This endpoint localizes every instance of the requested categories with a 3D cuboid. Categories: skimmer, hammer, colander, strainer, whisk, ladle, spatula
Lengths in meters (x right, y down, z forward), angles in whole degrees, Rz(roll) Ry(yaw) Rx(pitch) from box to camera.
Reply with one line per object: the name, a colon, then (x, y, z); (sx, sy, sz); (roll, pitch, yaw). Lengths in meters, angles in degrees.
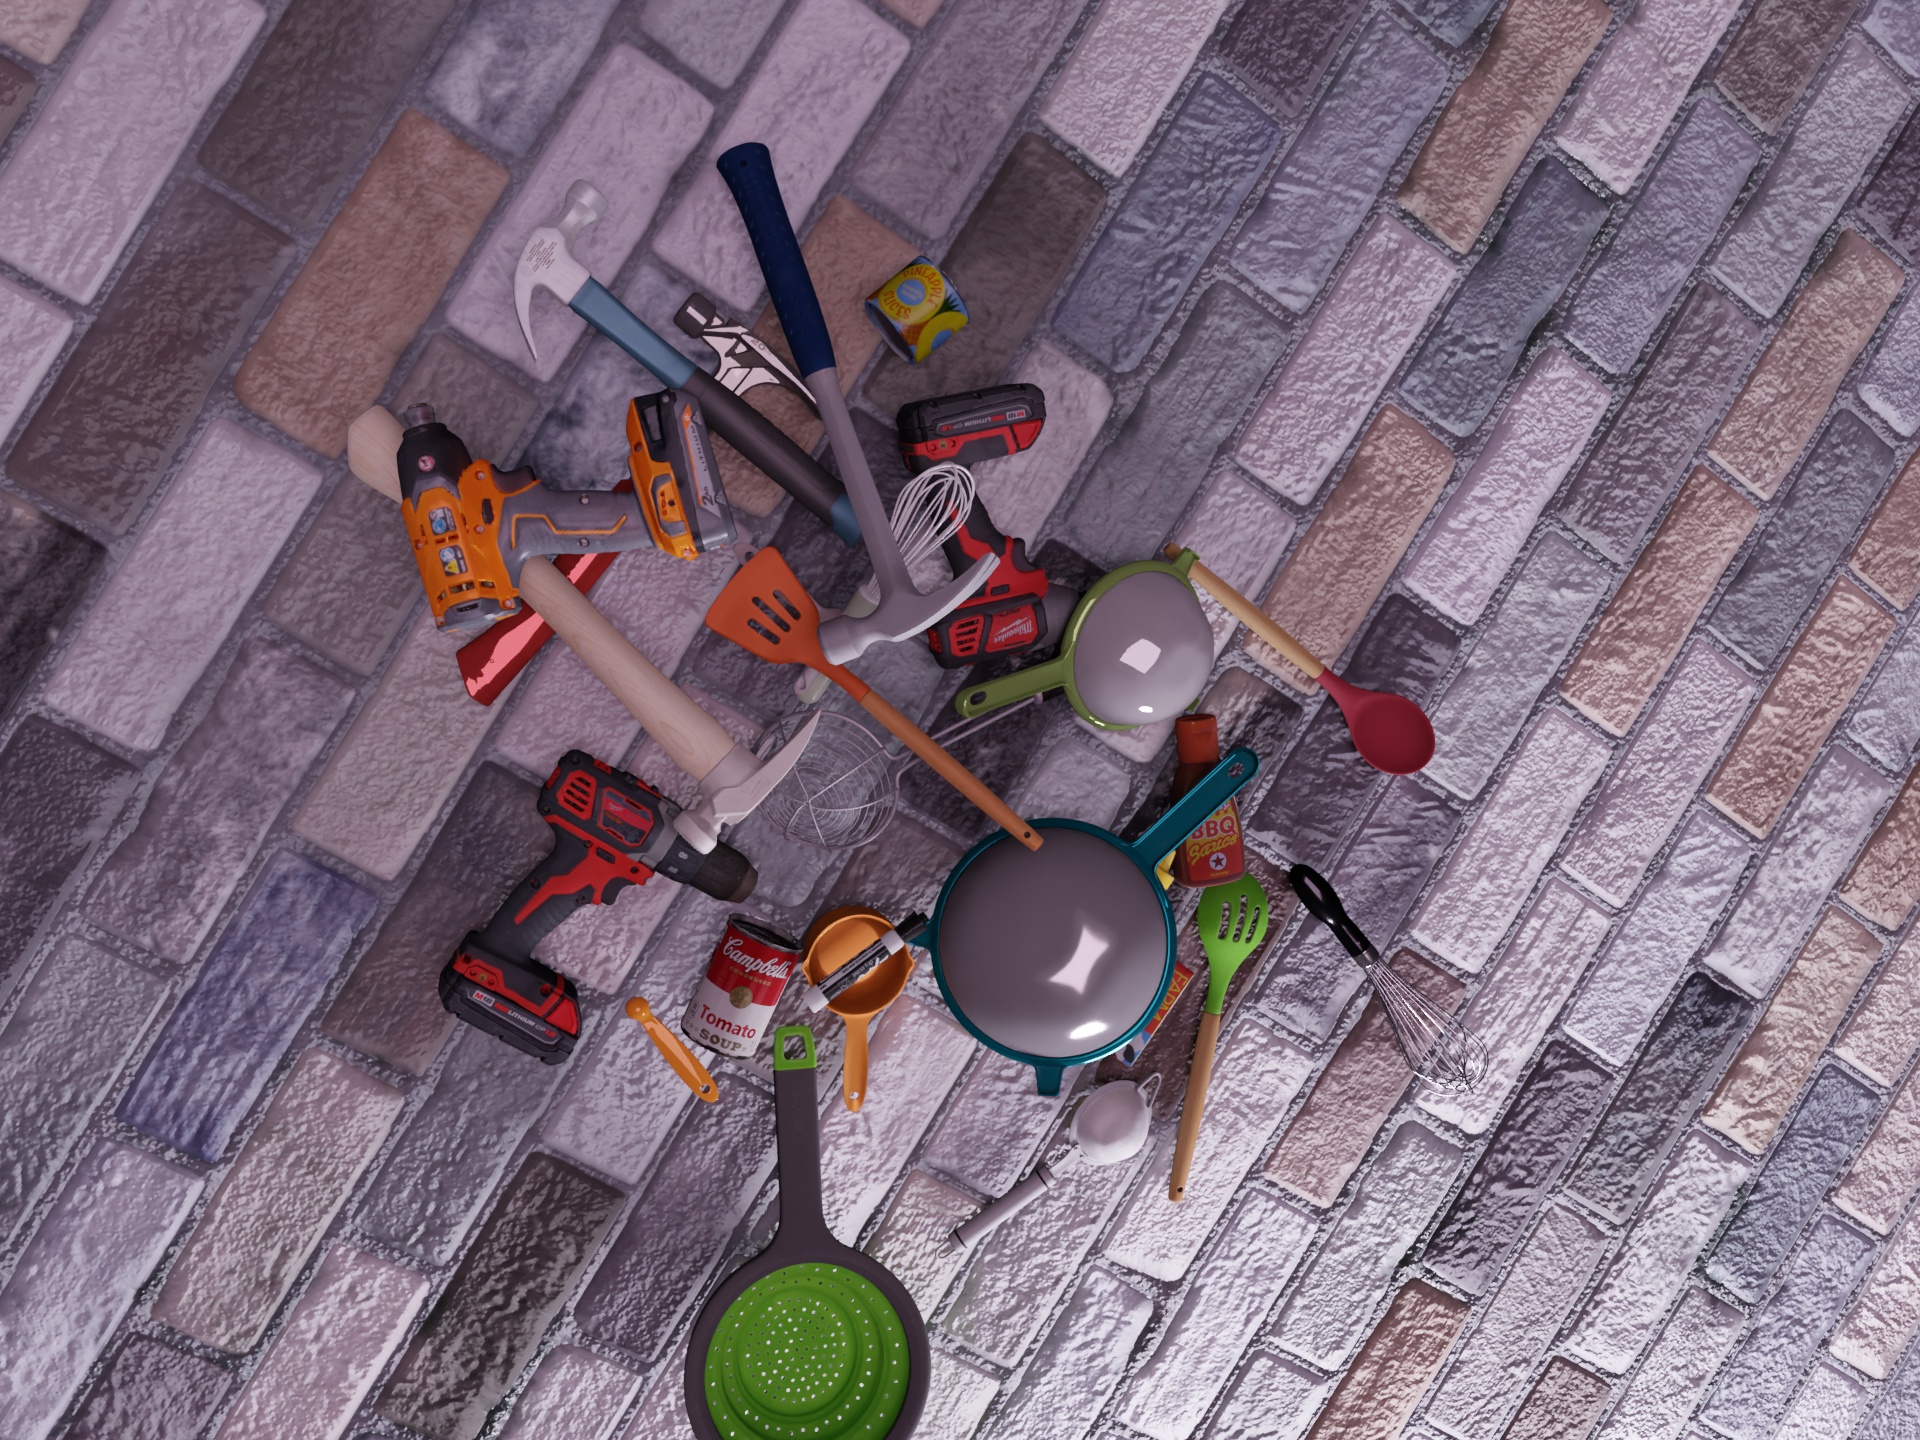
skimmer: (-0.002, -0.004, 1.344); (0.363, 0.090, 0.127); (-27, 110, -19)
hammer: (-0.096, -0.253, 1.199); (0.144, 0.035, 0.406); (-21, 80, 8)
colander: (-0.138, 0.462, 1.359); (0.204, 0.094, 0.397); (-1, 81, -13)
strainer: (0.085, 0.405, 1.423); (0.258, 0.050, 0.086); (-35, 119, -3)
strainer: (0.121, 0.141, 1.315); (0.340, 0.095, 0.211); (-43, 81, 2)
hammer: (-0.262, -0.154, 1.253); (0.149, 0.037, 0.359); (39, 87, -16)
whisk: (-0.066, -0.106, 1.261); (0.059, 0.058, 0.246); (14, 124, -38)
ladle: (0.299, -0.057, 1.413); (0.315, 0.031, 0.069); (37, 86, -14)
hammer: (-0.198, -0.253, 1.220); (0.330, 0.033, 0.128); (39, 86, -16)
whisk: (0.393, 0.239, 1.468); (0.070, 0.070, 0.284); (-41, 101, -5)
hammer: (-0.292, -0.088, 1.213); (0.410, 0.038, 0.146); (45, 85, -10)
spatula: (-0.057, -0.004, 1.256); (0.322, 0.041, 0.081); (41, 83, -5)
strainer: (0.118, -0.039, 1.301); (0.256, 0.069, 0.151); (-19, 119, -29)

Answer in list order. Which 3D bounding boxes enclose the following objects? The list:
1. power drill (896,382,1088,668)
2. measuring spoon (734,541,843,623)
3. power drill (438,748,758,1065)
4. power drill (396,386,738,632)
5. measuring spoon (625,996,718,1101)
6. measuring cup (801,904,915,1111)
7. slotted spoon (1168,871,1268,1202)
power drill: (0.030, -0.160, 1.306); (0.143, 0.079, 0.219); (-13, 104, -12)
measuring spoon: (-0.136, -0.103, 1.301); (0.124, 0.018, 0.034); (40, 88, -16)
power drill: (-0.289, 0.158, 1.275); (0.187, 0.080, 0.227); (33, 87, -17)
power drill: (-0.290, -0.170, 1.152); (0.226, 0.084, 0.164); (-16, 96, -5)
measuring spoon: (-0.241, 0.278, 1.335); (0.021, 0.011, 0.116); (-38, 105, -6)
measuring cup: (-0.092, 0.241, 1.347); (0.095, 0.052, 0.173); (0, 100, -14)
slotted spoon: (0.226, 0.290, 1.447); (0.070, 0.031, 0.313); (8, 98, -15)
